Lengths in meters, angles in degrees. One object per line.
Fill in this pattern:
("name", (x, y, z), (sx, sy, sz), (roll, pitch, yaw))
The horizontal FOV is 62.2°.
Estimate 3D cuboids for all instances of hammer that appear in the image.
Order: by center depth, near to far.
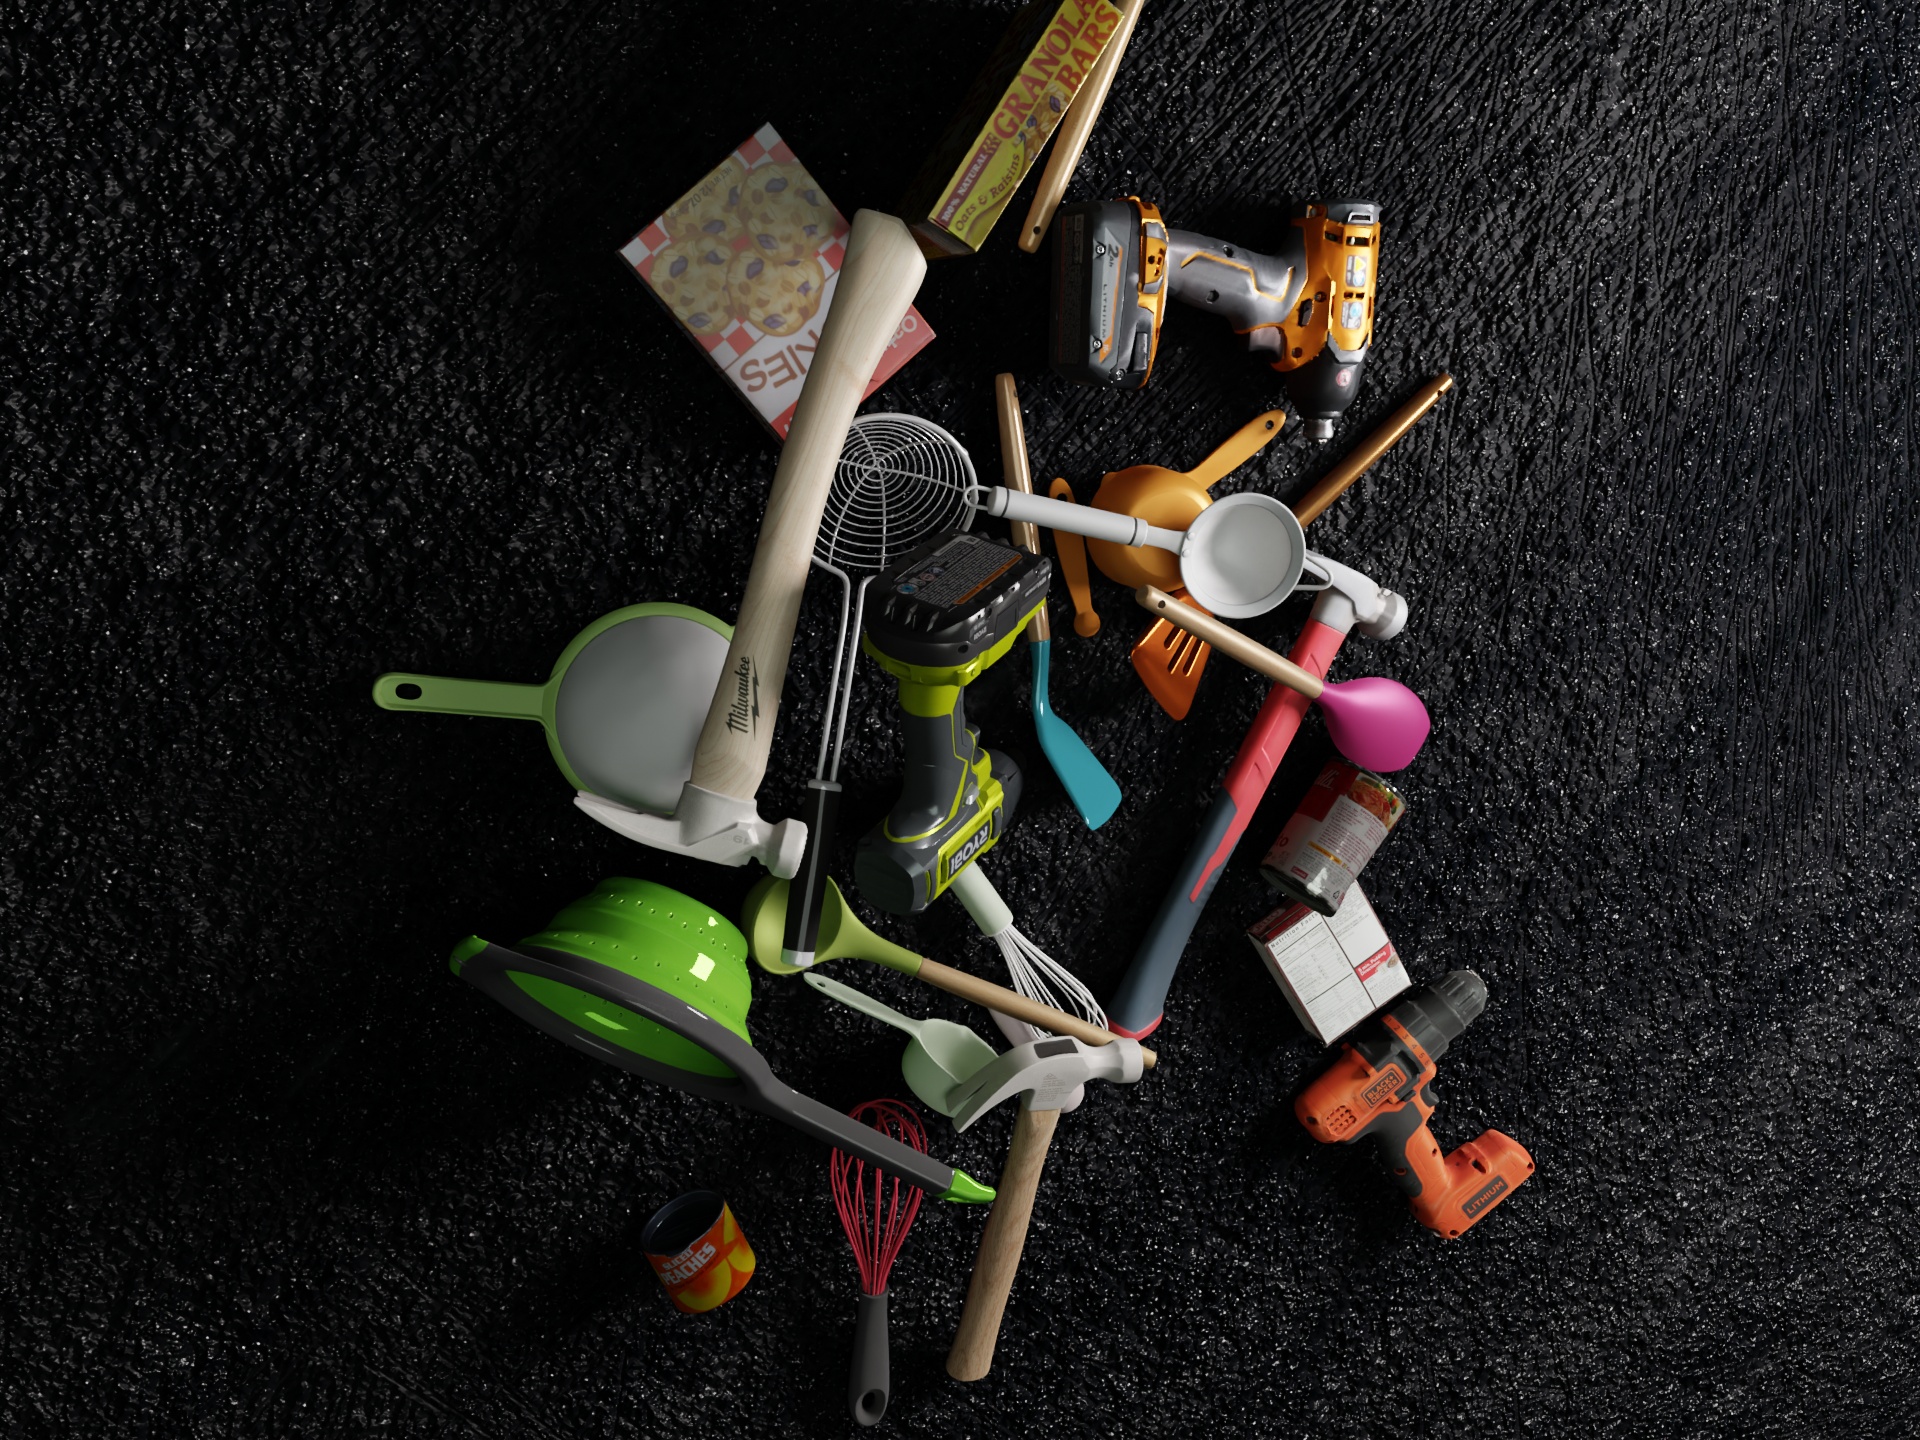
("hammer", (-0.116, -0.111, 0.981), (0.146, 0.038, 0.410), (16, 97, -11))
("hammer", (0.190, 0.060, 1.169), (0.143, 0.038, 0.386), (20, 100, -36))
("hammer", (0.034, 0.367, 1.171), (0.130, 0.031, 0.331), (2, 120, -20))

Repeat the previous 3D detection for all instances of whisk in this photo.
("whisk", (0.033, 0.155, 1.161), (0.058, 0.059, 0.246), (-23, 110, 36))
("whisk", (-0.065, 0.409, 1.192), (0.073, 0.073, 0.295), (-2, 111, -15))

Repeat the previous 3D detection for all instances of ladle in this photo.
("ladle", (-0.004, 0.186, 1.121), (0.320, 0.062, 0.078), (23, 90, -8))

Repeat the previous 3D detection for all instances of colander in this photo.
("colander", (-0.137, 0.206, 1.065), (0.397, 0.204, 0.094), (30, 63, -13))

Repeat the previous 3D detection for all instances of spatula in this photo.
("spatula", (0.062, -0.083, 1.107), (0.044, 0.082, 0.317), (-4, 103, 23))
("spatula", (0.243, -0.137, 1.148), (0.322, 0.041, 0.080), (-43, 127, -3))

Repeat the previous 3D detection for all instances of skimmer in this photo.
("skimmer", (-0.073, -0.015, 1.038), (0.127, 0.090, 0.363), (9, 89, -19))

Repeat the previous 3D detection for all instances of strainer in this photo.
("strainer", (-0.246, -0.003, 1.029), (0.256, 0.069, 0.151), (5, 102, -18))
("strainer", (0.124, -0.125, 1.060), (0.258, 0.050, 0.087), (11, 108, -15))

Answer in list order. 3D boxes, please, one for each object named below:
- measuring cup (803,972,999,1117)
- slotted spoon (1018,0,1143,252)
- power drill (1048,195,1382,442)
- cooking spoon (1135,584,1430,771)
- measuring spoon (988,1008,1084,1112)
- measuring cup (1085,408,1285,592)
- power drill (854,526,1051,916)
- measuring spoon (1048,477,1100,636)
("measuring cup", (-0.046, 0.235, 1.153), (0.167, 0.083, 0.038), (28, 106, -4))
("slotted spoon", (0.103, -0.457, 1.037), (0.070, 0.031, 0.313), (20, 99, -19))
("power drill", (0.178, -0.271, 1.077), (0.226, 0.084, 0.164), (-4, 104, -19))
("cooking spoon", (0.234, -0.030, 1.120), (0.318, 0.017, 0.069), (24, 99, -36))
("measuring spoon", (0.056, 0.252, 1.204), (0.034, 0.018, 0.124), (-36, 109, -4))
("measuring cup", (0.169, -0.160, 1.114), (0.173, 0.052, 0.095), (-39, 110, -1))
("power drill", (-0.002, -0.003, 1.039), (0.171, 0.080, 0.223), (-41, 143, -46))
("measuring spoon", (0.081, -0.114, 1.123), (0.021, 0.011, 0.117), (-17, 107, -11))
